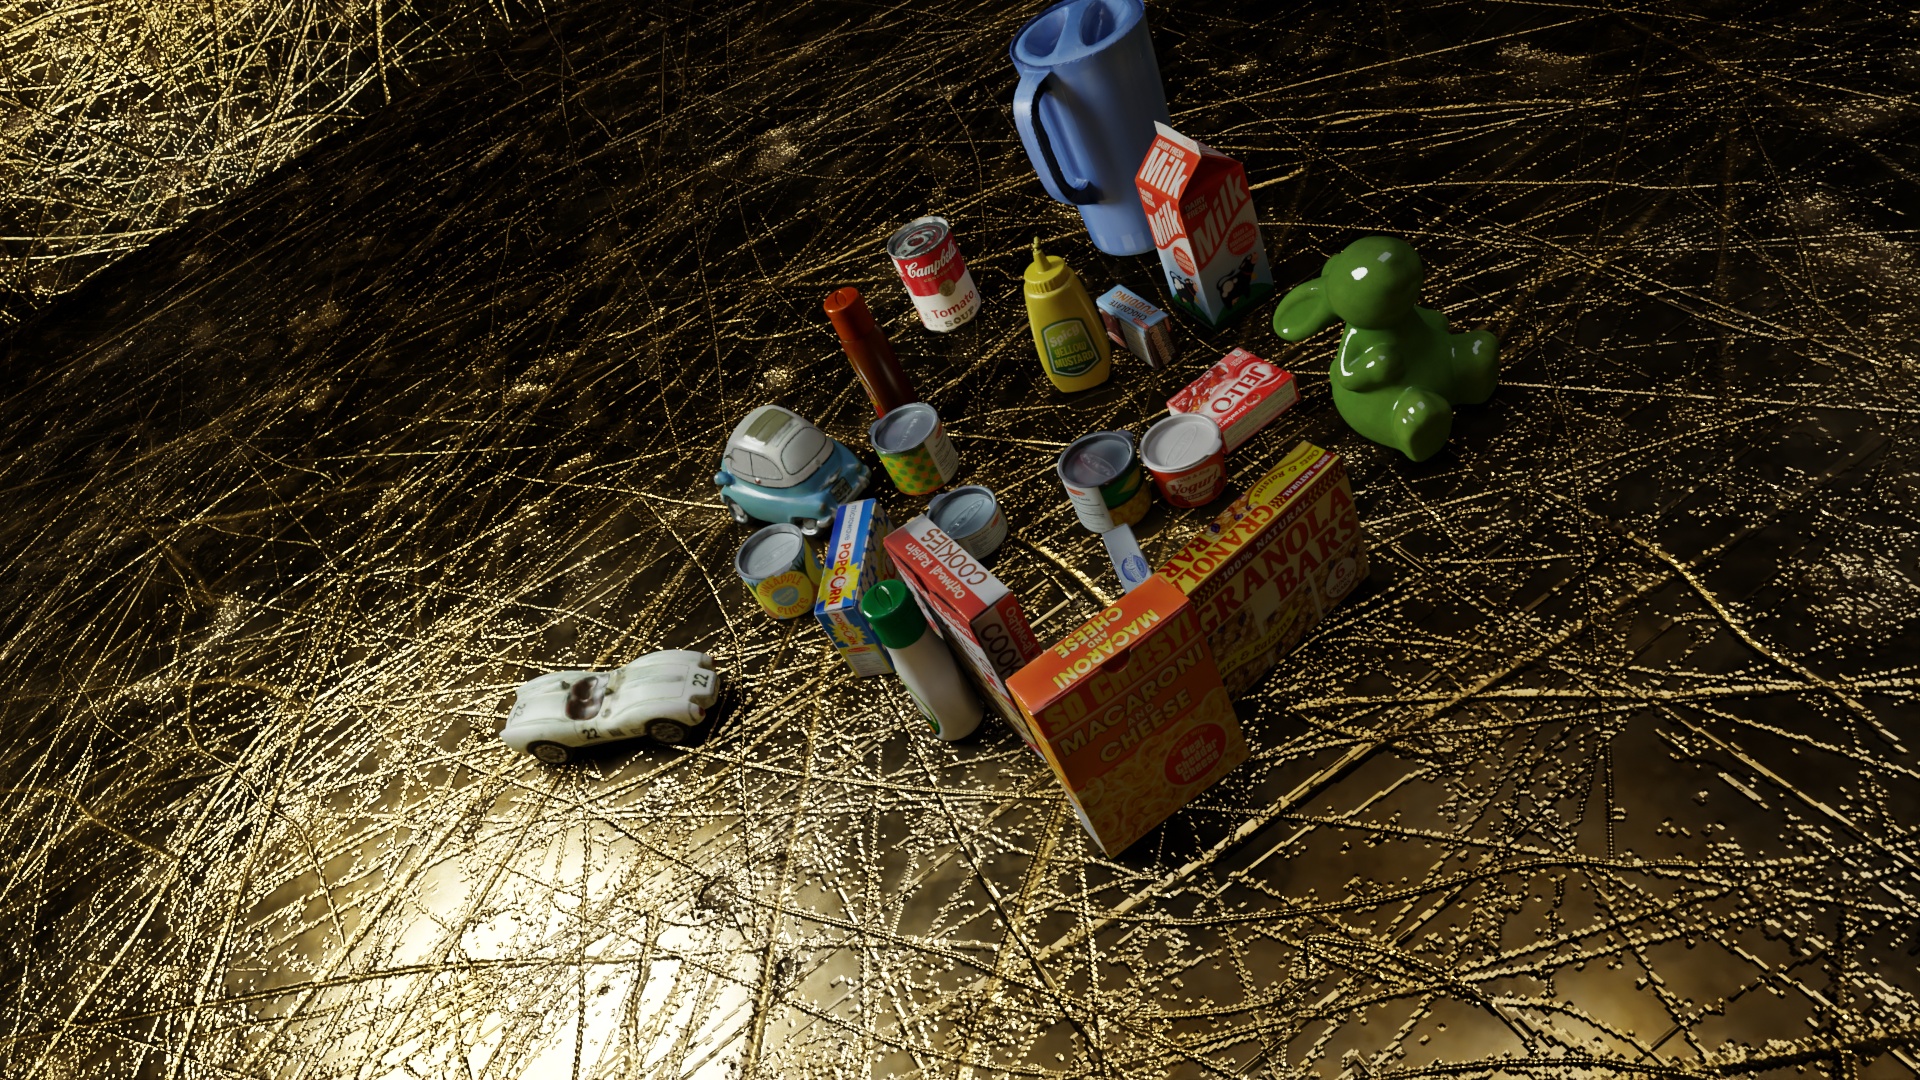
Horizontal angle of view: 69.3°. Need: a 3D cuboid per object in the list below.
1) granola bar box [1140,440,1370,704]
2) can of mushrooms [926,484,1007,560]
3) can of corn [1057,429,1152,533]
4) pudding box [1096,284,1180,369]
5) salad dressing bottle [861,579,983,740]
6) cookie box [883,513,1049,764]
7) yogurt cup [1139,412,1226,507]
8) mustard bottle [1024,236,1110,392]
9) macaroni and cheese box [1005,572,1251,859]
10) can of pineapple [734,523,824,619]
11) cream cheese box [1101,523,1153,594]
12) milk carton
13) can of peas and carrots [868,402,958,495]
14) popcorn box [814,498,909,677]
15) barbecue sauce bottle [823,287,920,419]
[{"bbox_3d":[0.213,0.028,0.983,0.166,0.123,0.039,-40,42,-15],"label":"granola bar box"},{"bbox_3d":[0.004,-0.015,1.210,0.071,0.033,0.071,-15,42,14],"label":"can of mushrooms"},{"bbox_3d":[0.124,-0.050,1.163,0.071,0.058,0.071,-15,42,14],"label":"can of corn"},{"bbox_3d":[0.166,-0.201,1.305,0.030,0.049,0.084,-35,41,-8],"label":"pudding box"},{"bbox_3d":[-0.028,0.089,1.031,0.044,0.147,0.064,-31,40,-3],"label":"salad dressing bottle"},{"bbox_3d":[0.017,0.072,1.009,0.040,0.166,0.123,-37,41,-11],"label":"cookie box"},{"bbox_3d":[0.187,-0.064,1.147,0.072,0.053,0.073,-15,42,14],"label":"yogurt cup"},{"bbox_3d":[0.091,-0.208,1.268,0.065,0.159,0.049,-16,42,13],"label":"mustard bottle"},{"bbox_3d":[0.114,0.118,0.909,0.124,0.165,0.040,-35,41,-8],"label":"macaroni and cheese box"},{"bbox_3d":[-0.158,0.029,1.233,0.071,0.057,0.071,-15,42,14],"label":"can of pineapple"},{"bbox_3d":[0.139,0.039,1.065,0.024,0.053,0.104,-23,40,5],"label":"cream cheese box"},{"bbox_3d":[0.219,-0.290,1.262,0.073,0.189,0.072,-34,41,-7],"label":"milk carton"},{"bbox_3d":[-0.044,-0.084,1.289,0.071,0.058,0.071,-15,42,14],"label":"can of peas and carrots"},{"bbox_3d":[-0.078,0.039,1.159,0.038,0.085,0.127,-11,43,19],"label":"popcorn box"},{"bbox_3d":[-0.084,-0.176,1.338,0.044,0.148,0.065,-26,40,2],"label":"barbecue sauce bottle"}]
